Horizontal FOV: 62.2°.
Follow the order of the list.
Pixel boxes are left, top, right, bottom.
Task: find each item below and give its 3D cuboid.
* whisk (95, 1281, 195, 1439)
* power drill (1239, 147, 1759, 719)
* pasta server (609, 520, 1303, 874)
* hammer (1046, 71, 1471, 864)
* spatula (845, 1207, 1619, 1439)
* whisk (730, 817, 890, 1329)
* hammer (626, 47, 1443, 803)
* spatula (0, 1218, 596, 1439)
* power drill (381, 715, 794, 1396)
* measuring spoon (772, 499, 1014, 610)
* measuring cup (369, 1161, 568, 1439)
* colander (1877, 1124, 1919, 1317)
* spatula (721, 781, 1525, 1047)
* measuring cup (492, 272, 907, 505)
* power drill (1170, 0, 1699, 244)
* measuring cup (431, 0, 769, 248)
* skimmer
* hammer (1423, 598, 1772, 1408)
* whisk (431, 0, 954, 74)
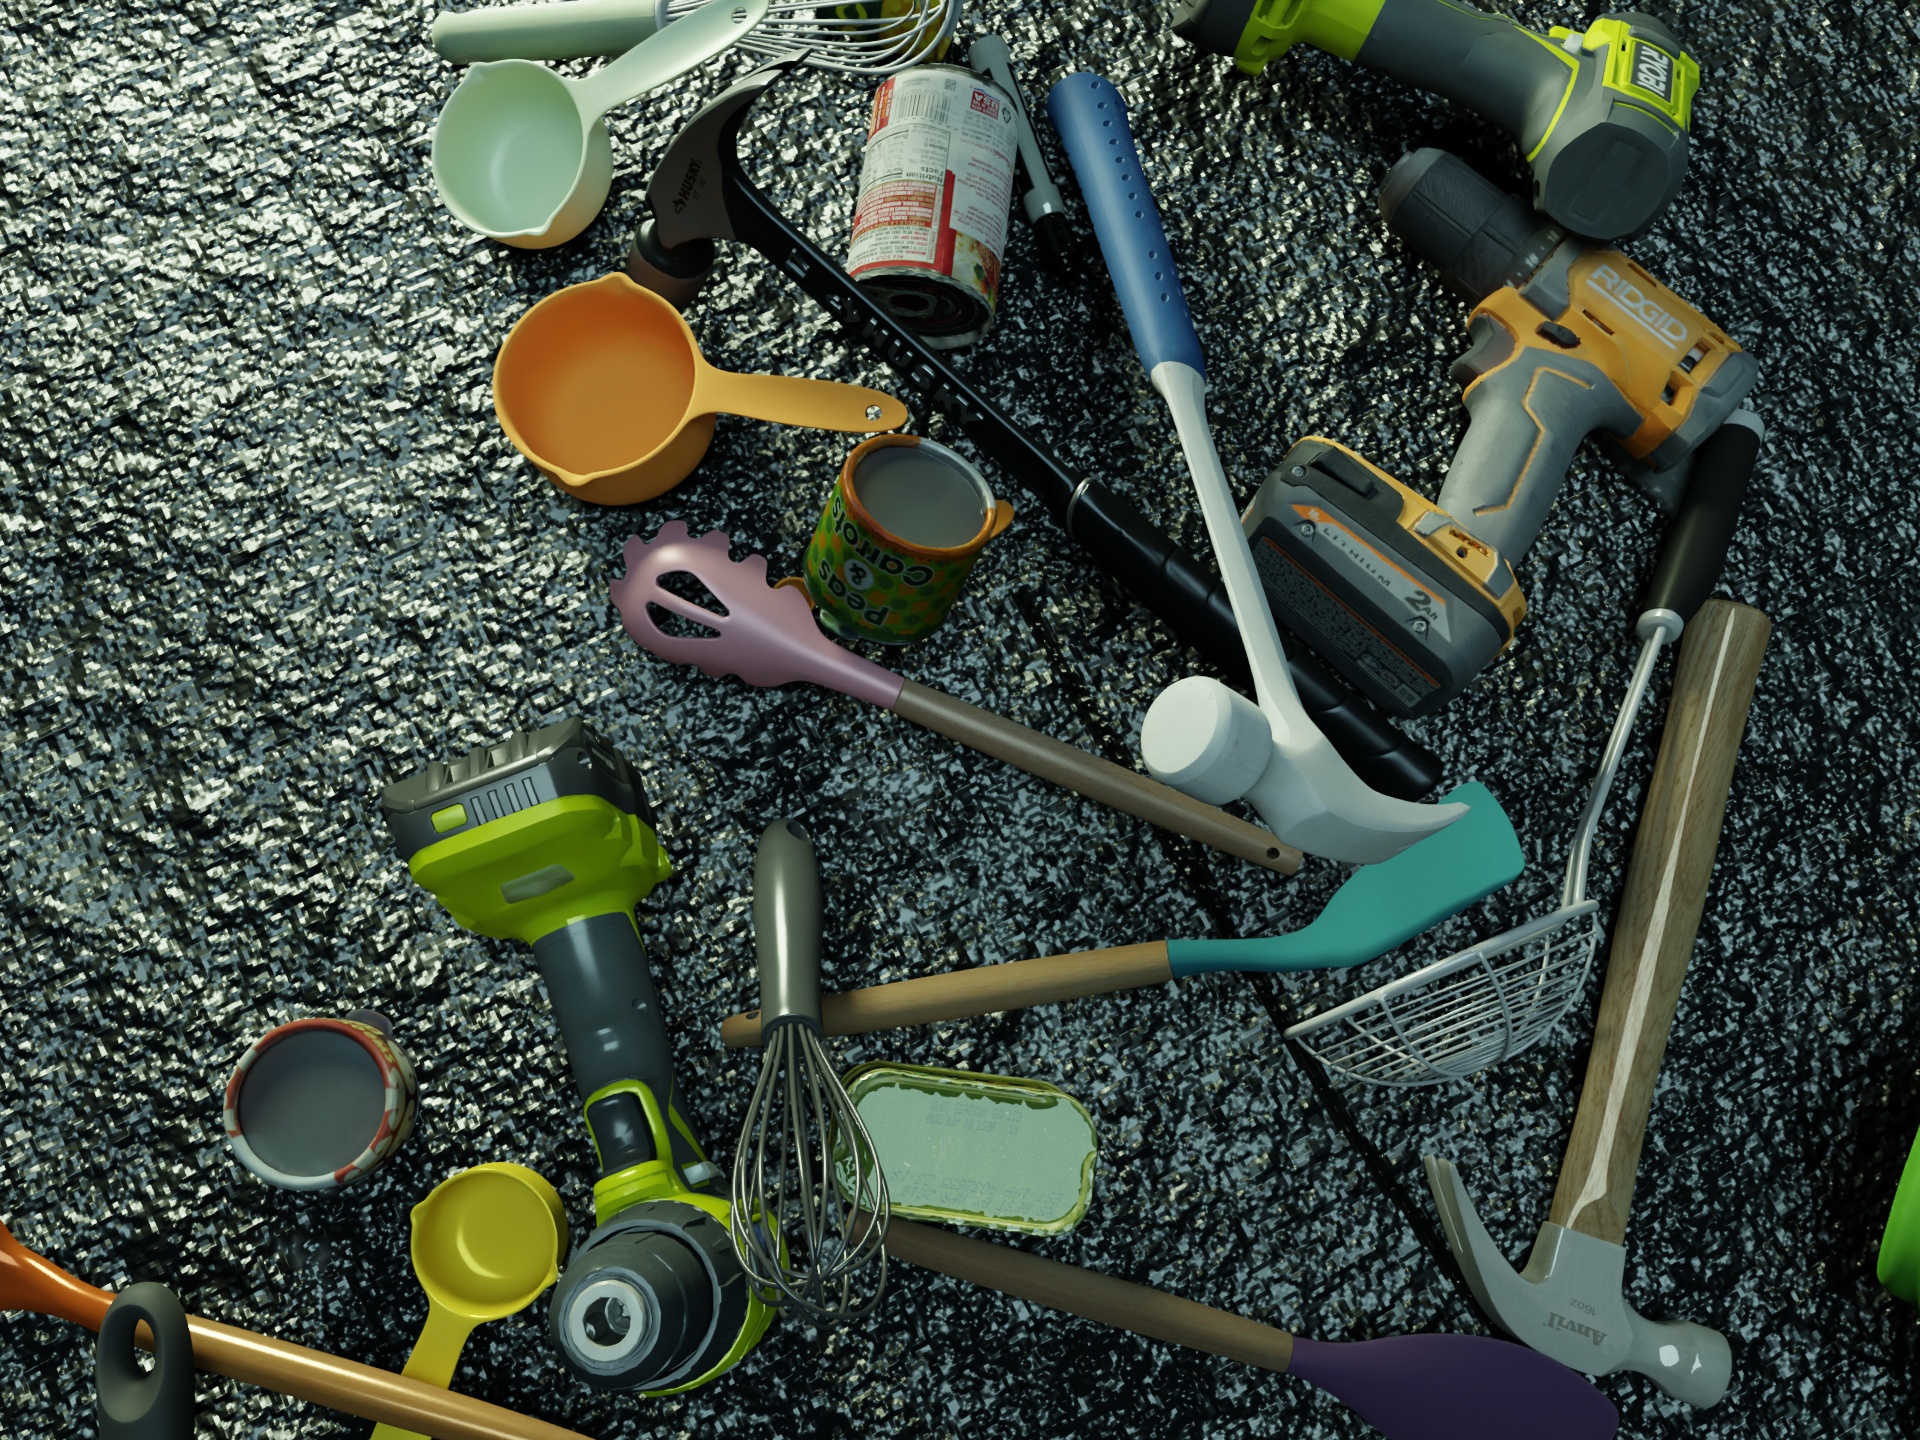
[{"bbox_3d":[-0.280,0.348,0.554,0.073,0.073,0.296,-5,84,-5],"label":"whisk"},{"bbox_3d":[0.213,-0.136,0.695,0.185,0.084,0.226,42,75,7],"label":"power drill"},{"bbox_3d":[-0.001,-0.002,0.673,0.316,0.040,0.060,23,101,-5],"label":"pasta server"},{"bbox_3d":[0.090,-0.120,0.615,0.144,0.035,0.406,25,41,-37],"label":"hammer"},{"bbox_3d":[0.106,0.243,0.634,0.316,0.018,0.059,16,105,1],"label":"spatula"},{"bbox_3d":[-0.058,0.113,0.575,0.055,0.055,0.239,-5,36,-5],"label":"whisk"},{"bbox_3d":[0.039,-0.103,0.656,0.409,0.149,0.036,40,59,-4],"label":"hammer"},{"bbox_3d":[-0.291,0.234,0.591,0.322,0.041,0.081,14,89,5],"label":"spatula"},{"bbox_3d":[-0.127,0.121,0.562,0.080,0.190,0.229,-21,76,-4],"label":"power drill"},{"bbox_3d":[-0.029,-0.071,0.699,0.117,0.011,0.021,-24,80,-12],"label":"measuring spoon"},{"bbox_3d":[-0.200,0.246,0.617,0.062,0.029,0.156,23,89,4],"label":"measuring cup"},{"bbox_3d":[0.393,0.263,0.613,0.095,0.204,0.397,19,94,34],"label":"colander"},{"bbox_3d":[0.054,0.087,0.620,0.317,0.082,0.044,-12,110,10],"label":"spatula"},{"bbox_3d":[-0.106,-0.130,0.675,0.173,0.052,0.095,7,78,4],"label":"measuring cup"},{"bbox_3d":[0.221,-0.313,0.715,0.223,0.080,0.171,27,46,1],"label":"power drill"},{"bbox_3d":[-0.150,-0.264,0.689,0.167,0.038,0.083,-25,84,13],"label":"measuring cup"},{"bbox_3d":[0.248,-0.005,0.664,0.090,0.127,0.363,29,68,3],"label":"skimmer"},{"bbox_3d":[0.288,0.103,0.672,0.130,0.031,0.331,19,77,0],"label":"hammer"},{"bbox_3d":[-0.121,-0.309,0.698,0.246,0.058,0.059,2,104,14],"label":"whisk"}]
